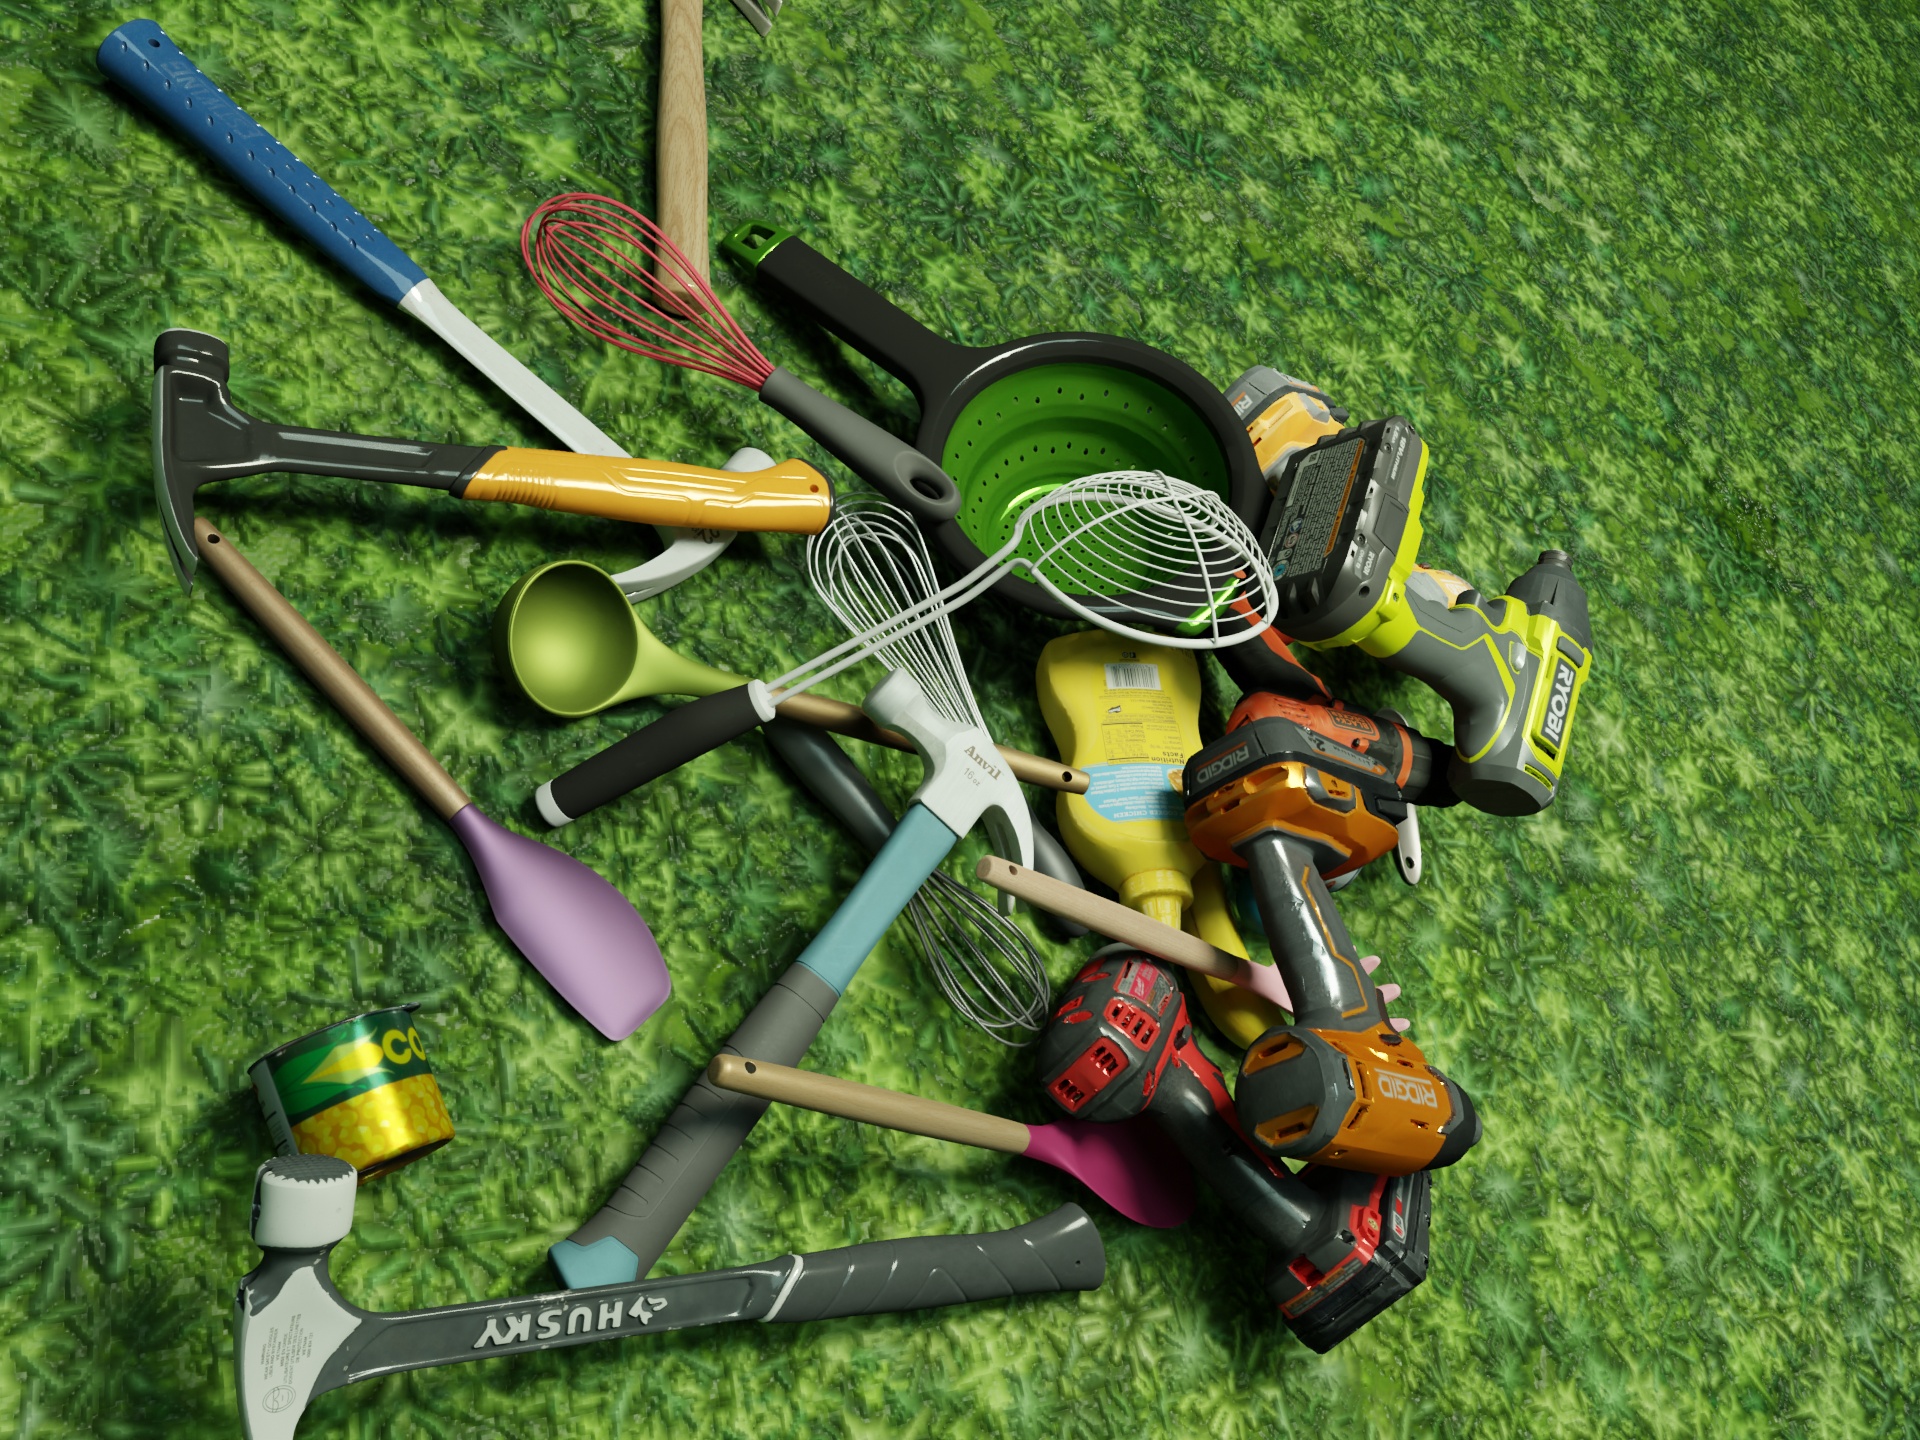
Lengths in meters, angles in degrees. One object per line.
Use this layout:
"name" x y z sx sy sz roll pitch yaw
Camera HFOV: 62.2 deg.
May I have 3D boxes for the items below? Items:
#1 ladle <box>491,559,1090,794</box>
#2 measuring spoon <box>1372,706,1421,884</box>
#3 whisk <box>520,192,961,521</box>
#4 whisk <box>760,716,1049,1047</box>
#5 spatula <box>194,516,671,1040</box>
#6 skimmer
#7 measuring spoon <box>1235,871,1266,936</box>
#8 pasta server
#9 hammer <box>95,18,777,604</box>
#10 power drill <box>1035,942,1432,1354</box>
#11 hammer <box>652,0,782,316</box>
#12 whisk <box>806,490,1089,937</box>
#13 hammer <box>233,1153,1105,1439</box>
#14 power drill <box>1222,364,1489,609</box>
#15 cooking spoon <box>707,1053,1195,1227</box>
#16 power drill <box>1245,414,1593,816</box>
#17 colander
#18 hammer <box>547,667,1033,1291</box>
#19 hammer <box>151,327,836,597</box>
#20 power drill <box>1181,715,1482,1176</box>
"ladle" -0.079 -0.008 0.818 0.320 0.062 0.078 15 79 -12
"measuring spoon" 0.293 0.051 1.075 0.034 0.018 0.124 9 68 -29
"whisk" -0.123 -0.200 0.896 0.296 0.073 0.073 35 51 2
"whisk" -0.034 0.075 0.844 0.239 0.055 0.055 49 51 6
"spatula" -0.253 0.023 0.753 0.316 0.018 0.060 47 47 -2
"skimmer" -0.028 -0.018 0.767 0.090 0.363 0.127 56 11 -40
"measuring spoon" 0.193 0.115 0.952 0.128 0.021 0.042 20 51 -56
"pasta server" 0.132 0.121 0.849 0.316 0.040 0.060 25 43 -36
"hammer" -0.288 -0.219 0.852 0.405 0.035 0.144 41 51 -6
"power drill" 0.142 0.209 0.843 0.219 0.078 0.143 43 24 1
"hammer" -0.176 -0.395 1.017 0.130 0.031 0.332 9 61 -27
"whisk" 0.000 -0.003 0.899 0.070 0.070 0.284 -27 85 -38
"hammer" -0.096 0.253 0.685 0.408 0.036 0.149 7 90 -36
"power drill" 0.274 -0.129 1.085 0.185 0.084 0.226 -3 53 -57
"cooking spoon" 0.010 0.199 0.771 0.318 0.017 0.069 24 43 -38
"power drill" 0.279 -0.069 0.920 0.223 0.080 0.171 33 66 -27
"colander" 0.008 -0.176 0.983 0.397 0.094 0.204 37 66 14
"hammer" -0.077 0.132 0.748 0.128 0.033 0.331 42 64 -10
"hammer" -0.215 -0.115 0.793 0.336 0.034 0.127 1 63 -31
"power drill" 0.201 0.125 0.836 0.164 0.084 0.227 21 50 -37
